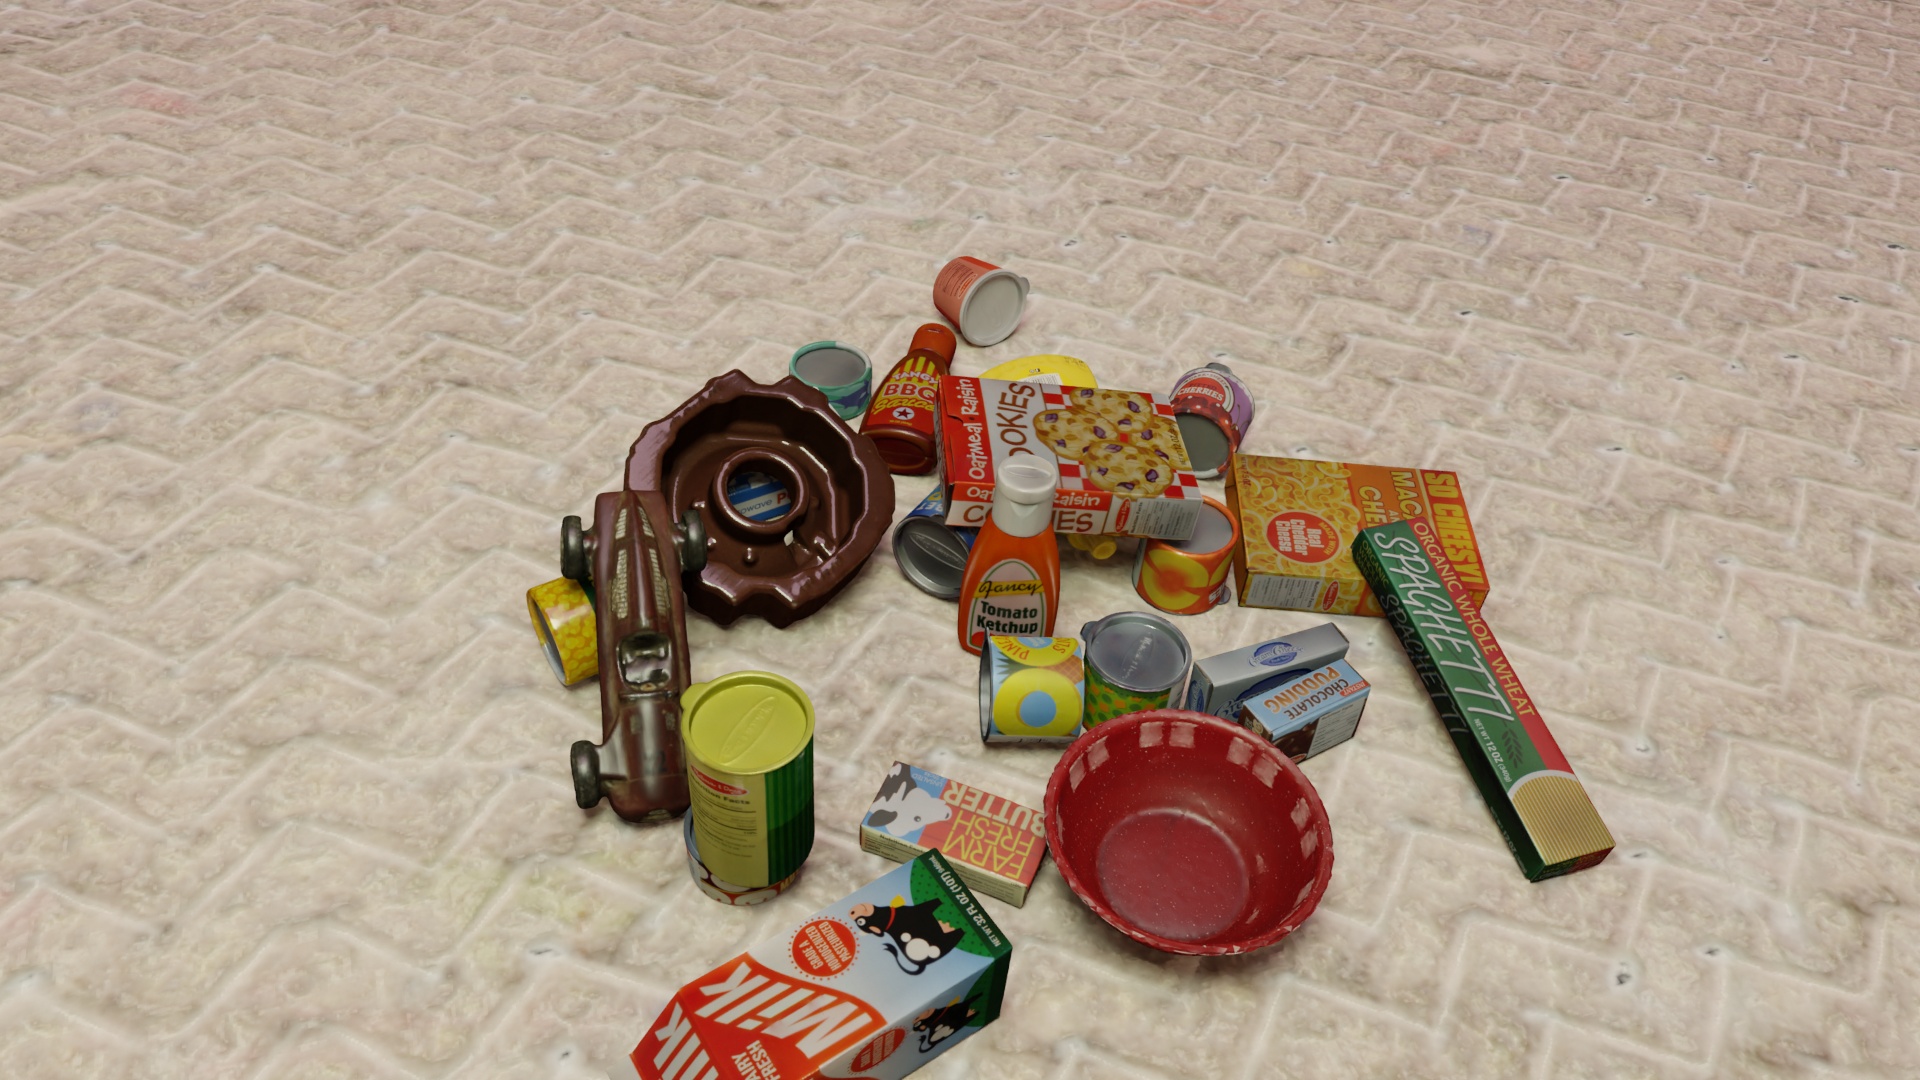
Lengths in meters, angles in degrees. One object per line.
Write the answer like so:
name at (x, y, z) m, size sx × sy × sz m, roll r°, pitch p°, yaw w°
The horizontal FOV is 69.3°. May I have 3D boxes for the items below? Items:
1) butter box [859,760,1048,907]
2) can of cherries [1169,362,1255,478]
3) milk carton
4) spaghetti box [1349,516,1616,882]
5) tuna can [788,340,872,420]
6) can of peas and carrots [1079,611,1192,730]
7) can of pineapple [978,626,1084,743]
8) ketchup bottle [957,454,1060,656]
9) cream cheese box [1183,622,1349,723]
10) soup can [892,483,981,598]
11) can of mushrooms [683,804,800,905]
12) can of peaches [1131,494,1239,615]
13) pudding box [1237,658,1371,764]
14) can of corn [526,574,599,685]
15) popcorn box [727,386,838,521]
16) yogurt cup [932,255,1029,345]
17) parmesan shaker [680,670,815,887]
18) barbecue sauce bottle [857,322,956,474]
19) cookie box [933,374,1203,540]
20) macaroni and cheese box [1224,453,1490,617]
butter box at (-0.001, 0.169, 0.803) m, size 0.103 × 0.024 × 0.053 m, roll 17°, pitch 45°, yaw 12°
can of cherries at (0.185, -0.092, 1.060) m, size 0.071 × 0.071 × 0.059 m, roll 20°, pitch 46°, yaw 15°
milk carton at (-0.073, 0.239, 0.687) m, size 0.191 × 0.073 × 0.072 m, roll -23°, pitch 51°, yaw -26°
spaghetti box at (0.324, 0.092, 0.881) m, size 0.050 × 0.028 × 0.251 m, roll -11°, pitch 57°, yaw -13°
tuna can at (-0.105, -0.125, 1.094) m, size 0.071 × 0.032 × 0.071 m, roll 3°, pitch 43°, yaw -3°
can of peas and carrots at (0.106, 0.087, 0.874) m, size 0.071 × 0.058 × 0.071 m, roll 3°, pitch 43°, yaw -2°
can of pineapple at (0.043, 0.090, 0.857) m, size 0.058 × 0.070 × 0.071 m, roll 2°, pitch 44°, yaw -5°
ketchup bottle at (0.034, 0.012, 0.881) m, size 0.065 × 0.148 × 0.044 m, roll 6°, pitch 42°, yaw 0°
cream cheese box at (0.194, 0.089, 0.885) m, size 0.104 × 0.053 × 0.024 m, roll -13°, pitch 45°, yaw -19°
soup can at (0.003, -0.012, 0.956) m, size 0.071 × 0.071 × 0.084 m, roll 25°, pitch 44°, yaw 19°
can of mushrooms at (-0.119, 0.169, 0.784) m, size 0.071 × 0.033 × 0.071 m, roll 3°, pitch 43°, yaw -2°
can of peaches at (0.158, 0.009, 0.962) m, size 0.071 × 0.057 × 0.071 m, roll 3°, pitch 43°, yaw -2°
pudding box at (0.212, 0.112, 0.866) m, size 0.084 × 0.049 × 0.030 m, roll -20°, pitch 48°, yaw -24°
can of corn at (-0.233, 0.049, 0.872) m, size 0.058 × 0.070 × 0.071 m, roll -22°, pitch 50°, yaw -25°
popcorn box at (-0.142, -0.060, 1.017) m, size 0.127 × 0.038 × 0.085 m, roll -20°, pitch 49°, yaw -24°
yogurt cup at (0.013, -0.204, 1.168) m, size 0.072 × 0.072 × 0.054 m, roll -24°, pitch 43°, yaw -27°
parmesan shaker at (-0.112, 0.125, 0.731) m, size 0.071 × 0.102 × 0.072 m, roll 3°, pitch 44°, yaw -3°
barbecue sauce bottle at (-0.034, -0.113, 1.081) m, size 0.065 × 0.043 × 0.149 m, roll 9°, pitch 43°, yaw 6°
cookie box at (0.068, -0.058, 0.941) m, size 0.168 × 0.040 × 0.123 m, roll 4°, pitch 40°, yaw -9°
macaroni and cheese box at (0.280, -0.003, 0.999) m, size 0.166 × 0.040 × 0.124 m, roll 5°, pitch 45°, yaw 0°
